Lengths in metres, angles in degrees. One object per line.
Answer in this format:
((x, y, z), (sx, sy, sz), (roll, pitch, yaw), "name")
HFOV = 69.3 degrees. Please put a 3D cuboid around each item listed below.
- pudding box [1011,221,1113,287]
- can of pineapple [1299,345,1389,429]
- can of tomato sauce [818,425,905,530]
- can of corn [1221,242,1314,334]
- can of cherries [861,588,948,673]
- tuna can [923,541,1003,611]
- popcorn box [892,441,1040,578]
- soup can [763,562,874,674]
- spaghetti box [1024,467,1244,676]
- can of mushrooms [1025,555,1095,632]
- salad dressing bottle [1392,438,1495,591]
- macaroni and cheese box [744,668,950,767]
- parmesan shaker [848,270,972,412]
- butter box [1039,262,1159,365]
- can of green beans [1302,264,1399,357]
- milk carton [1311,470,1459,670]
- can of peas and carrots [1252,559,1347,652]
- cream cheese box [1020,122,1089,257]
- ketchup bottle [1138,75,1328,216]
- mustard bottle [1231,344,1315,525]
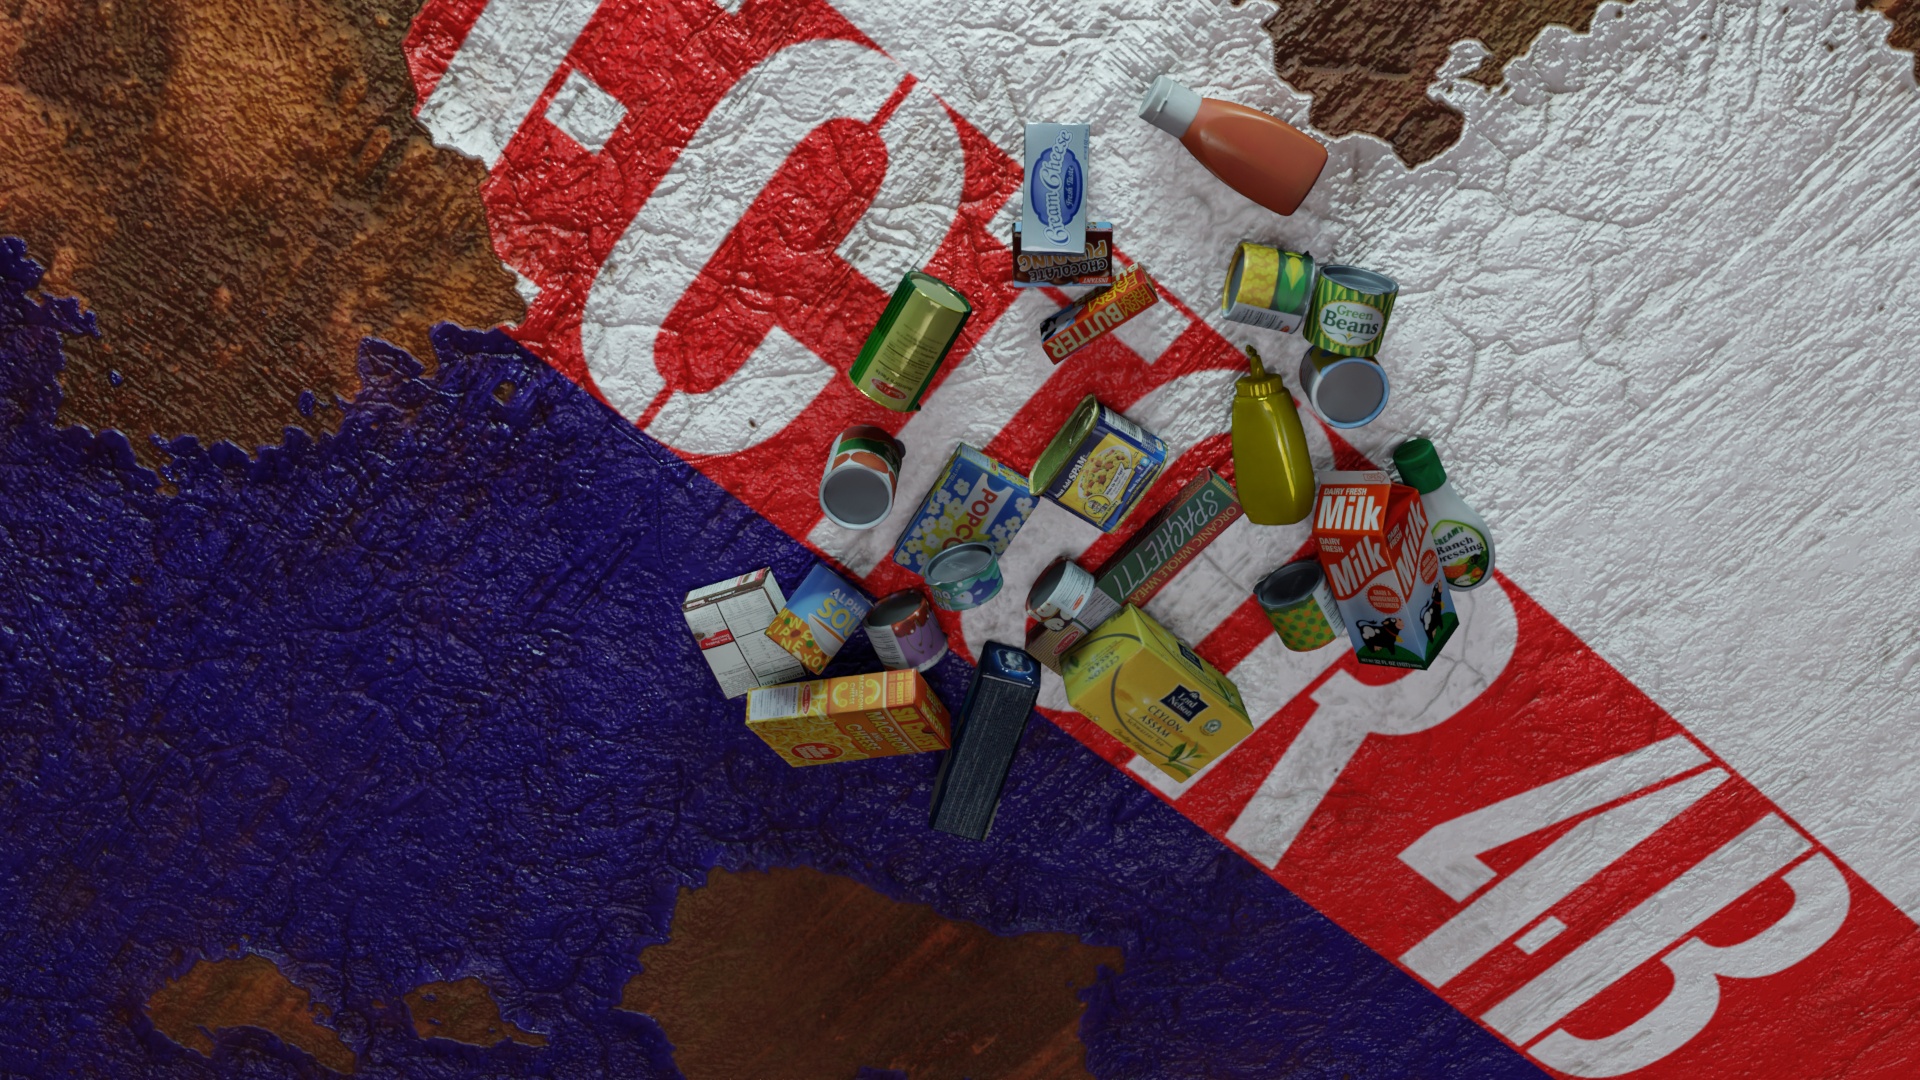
((0.085, -0.238, 1.159), (0.084, 0.030, 0.049), (0, 118, 2), "pudding box")
((0.330, -0.136, 1.187), (0.071, 0.058, 0.070), (1, 117, 2), "can of pineapple")
((-0.086, -0.056, 1.230), (0.071, 0.083, 0.070), (1, 118, 2), "can of tomato sauce")
((0.254, -0.211, 1.148), (0.058, 0.071, 0.070), (11, 117, -3), "can of corn")
((-0.051, 0.086, 1.315), (0.071, 0.072, 0.058), (-19, 115, 12), "can of cherries")
((0.002, 0.033, 1.236), (0.071, 0.071, 0.032), (-14, 117, 9), "tuna can")
((0.005, -0.016, 1.273), (0.085, 0.038, 0.126), (29, 115, -11), "popcorn box")
((-0.130, 0.074, 1.287), (0.071, 0.071, 0.084), (40, 81, -17), "soup can")
((0.162, 0.032, 1.297), (0.050, 0.029, 0.249), (38, 113, -17), "spaghetti box")
((0.091, 0.050, 1.290), (0.033, 0.071, 0.070), (34, 114, -15), "can of mushrooms")
((0.433, -0.023, 1.250), (0.064, 0.044, 0.147), (-23, 114, 22), "salad dressing bottle")
((-0.105, 0.173, 1.333), (0.166, 0.040, 0.123), (-8, 150, 13), "macaroni and cheese box")
((-0.040, -0.168, 1.181), (0.071, 0.071, 0.102), (28, 114, -12), "parmesan shaker")
((0.115, -0.192, 1.169), (0.103, 0.053, 0.024), (-30, 115, 16), "butter box")
((0.323, -0.191, 1.154), (0.071, 0.071, 0.057), (9, 118, -2), "can of green beans")
((0.376, 0.018, 1.242), (0.072, 0.074, 0.190), (1, 125, 47), "milk carton")
((0.315, 0.062, 1.287), (0.071, 0.071, 0.058), (-27, 114, 15), "can of peas and carrots")
((0.076, -0.282, 1.120), (0.053, 0.024, 0.103), (2, 94, 3), "cream cheese box")
((0.214, -0.318, 1.105), (0.149, 0.044, 0.064), (26, 115, -11), "ketchup bottle")
((0.268, -0.094, 1.210), (0.065, 0.049, 0.159), (2, 111, 41), "mustard bottle")
